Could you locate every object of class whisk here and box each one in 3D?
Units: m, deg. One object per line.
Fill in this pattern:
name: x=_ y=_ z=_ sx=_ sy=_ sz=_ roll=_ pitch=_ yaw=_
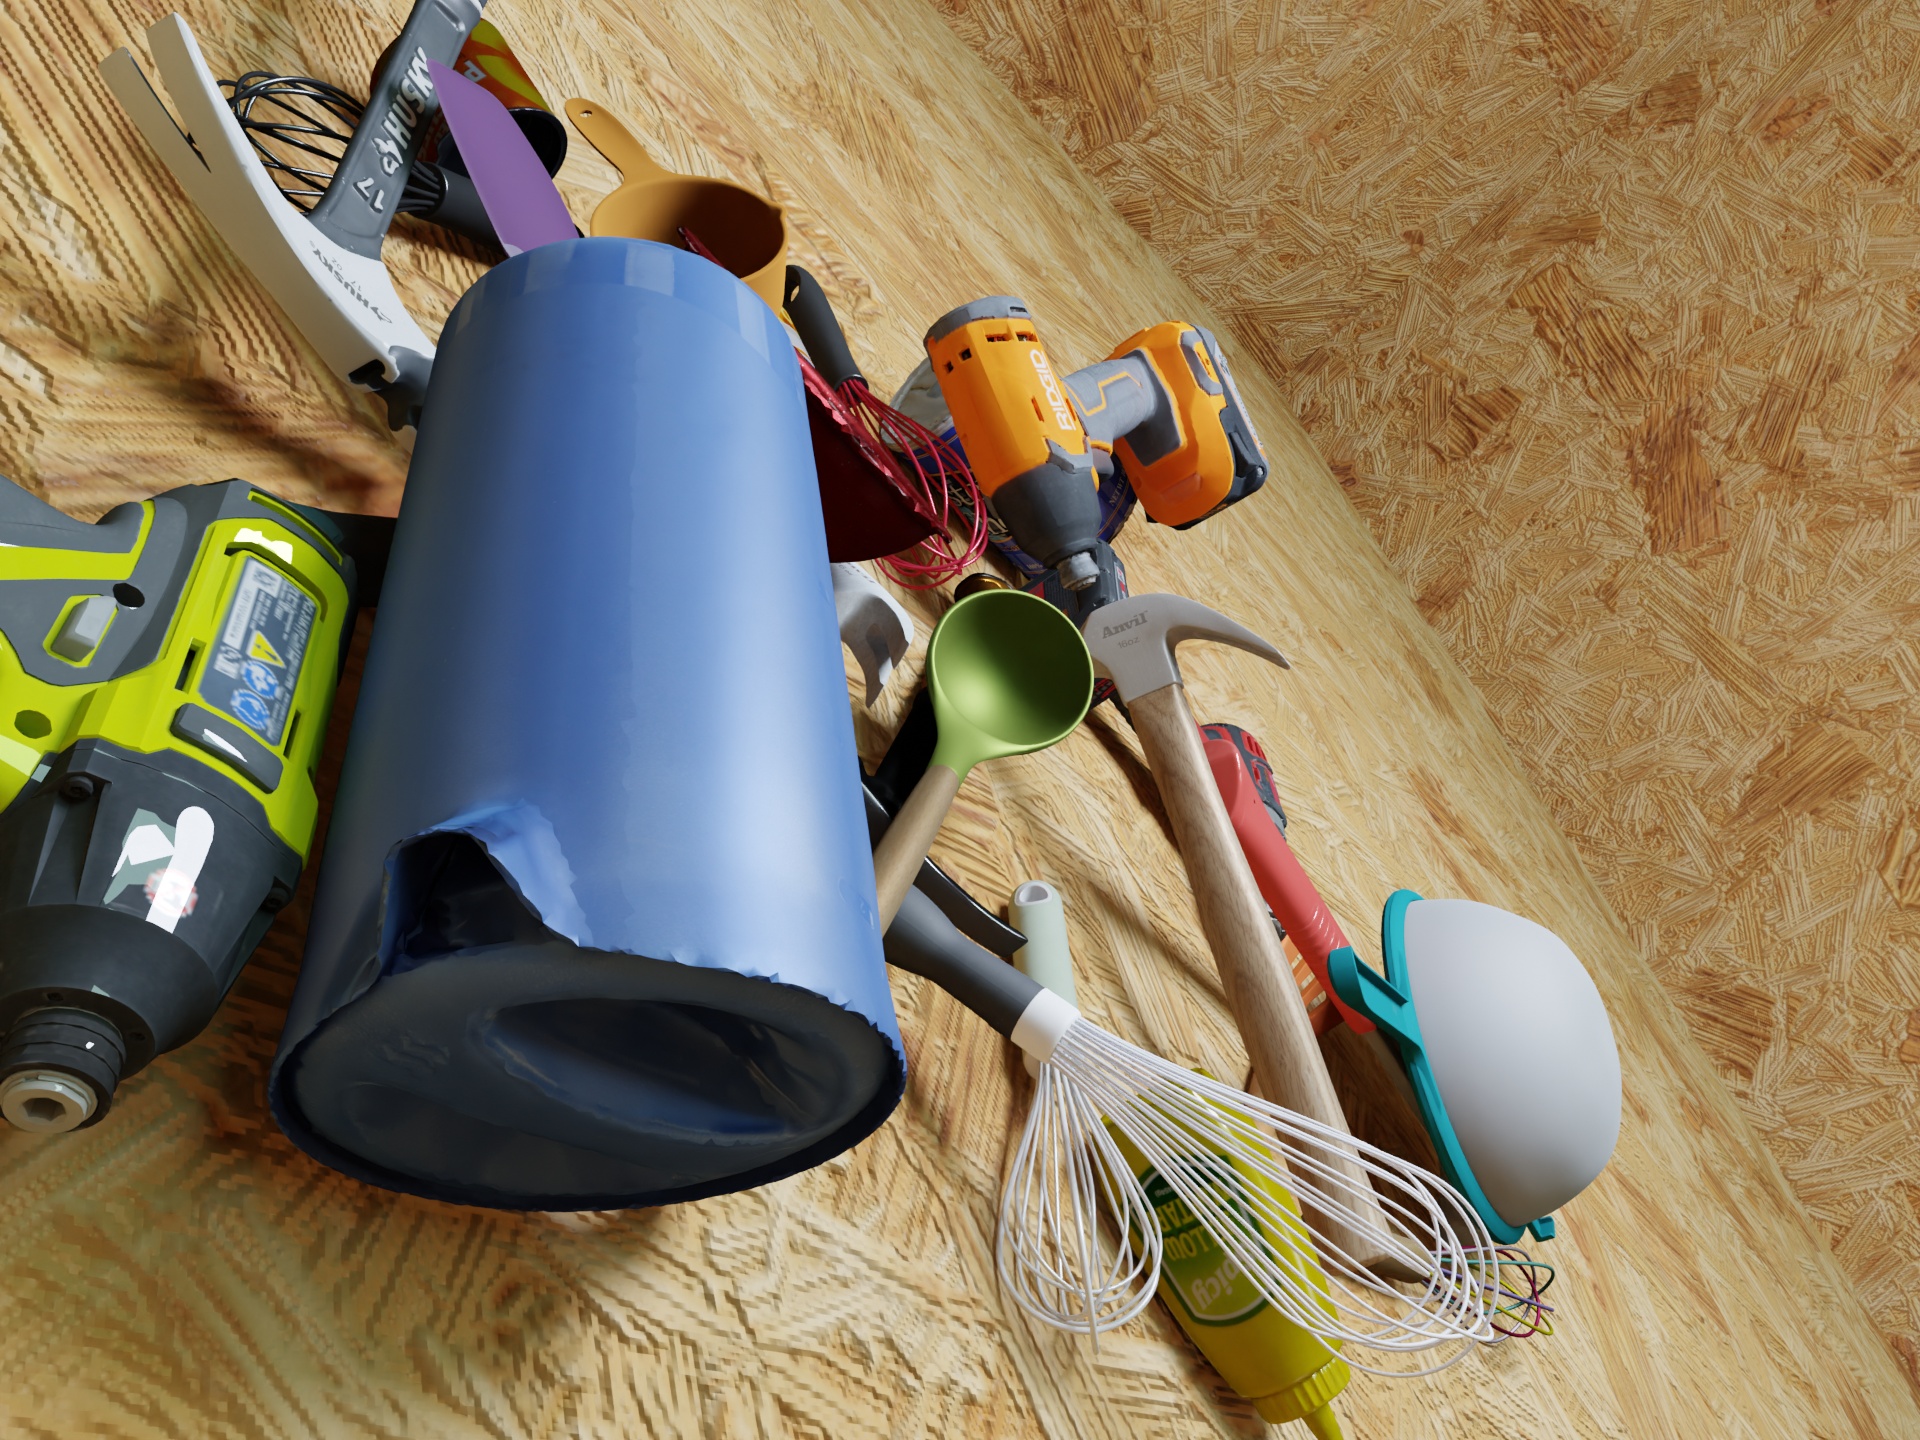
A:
whisk: x=-0.218 y=-0.212 z=0.646 sx=0.055 sy=0.055 sz=0.239 roll=55 pitch=17 yaw=6
whisk: x=-0.056 y=-0.178 z=0.914 sx=0.073 sy=0.073 sz=0.296 roll=29 pitch=26 yaw=-47
whisk: x=0.038 y=0.141 z=0.628 sx=0.247 sy=0.058 sz=0.059 roll=-94 pitch=176 yaw=-60
whisk: x=0.250 y=0.289 z=0.833 sx=0.244 sy=0.051 sz=0.047 roll=30 pitch=36 yaw=-40
whisk: x=0.056 y=0.125 z=0.553 sx=0.285 sy=0.070 sz=0.070 roll=32 pitch=15 yaw=18

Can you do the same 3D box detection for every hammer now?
hammer: x=0.132 y=0.091 z=0.755 sx=0.031 sy=0.130 sz=0.331 roll=25 pitch=44 yaw=-65
hammer: x=-0.001 y=-0.002 z=0.779 sx=0.127 sy=0.034 sz=0.337 roll=48 pitch=21 yaw=-10
hammer: x=-0.203 y=-0.270 z=0.606 sx=0.149 sy=0.036 sz=0.409 roll=51 pitch=24 yaw=-41
hammer: x=0.216 y=0.140 z=0.892 sx=0.358 sy=0.037 sz=0.149 roll=54 pitch=29 yaw=-29
hammer: x=-0.125 y=-0.052 z=0.573 sx=0.128 sy=0.033 sz=0.331 roll=40 pitch=19 yaw=21

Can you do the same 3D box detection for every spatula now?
spatula: x=-0.112 y=-0.090 z=0.541 sx=0.316 sy=0.018 sz=0.059 roll=66 pitch=20 yaw=12
spatula: x=0.169 y=0.183 z=0.830 sx=0.081 sy=0.041 sz=0.322 roll=64 pitch=21 yaw=-6

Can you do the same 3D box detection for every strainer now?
strainer: x=0.296 y=0.166 z=0.876 sx=0.340 sy=0.095 sz=0.211 roll=35 pitch=41 yaw=-52

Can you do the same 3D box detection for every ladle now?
ladle: x=-0.006 y=0.025 z=0.600 sx=0.078 sy=0.062 sz=0.320 roll=37 pitch=25 yaw=-3

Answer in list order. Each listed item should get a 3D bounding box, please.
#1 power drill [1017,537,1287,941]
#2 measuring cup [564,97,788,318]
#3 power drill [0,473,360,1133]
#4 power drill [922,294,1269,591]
power drill: x=0.122 y=0.019 z=0.953 sx=0.226 sy=0.080 sz=0.188 roll=46 pitch=22 yaw=-24
measuring cup: x=-0.146 y=-0.231 z=0.748 sx=0.095 sy=0.052 sz=0.174 roll=-22 pitch=55 yaw=-25
power drill: x=-0.224 y=-0.031 z=0.299 sx=0.223 sy=0.080 sz=0.171 roll=42 pitch=23 yaw=-35
power drill: x=0.087 y=-0.158 z=0.926 sx=0.226 sy=0.084 sz=0.164 roll=-12 pitch=78 yaw=-50
